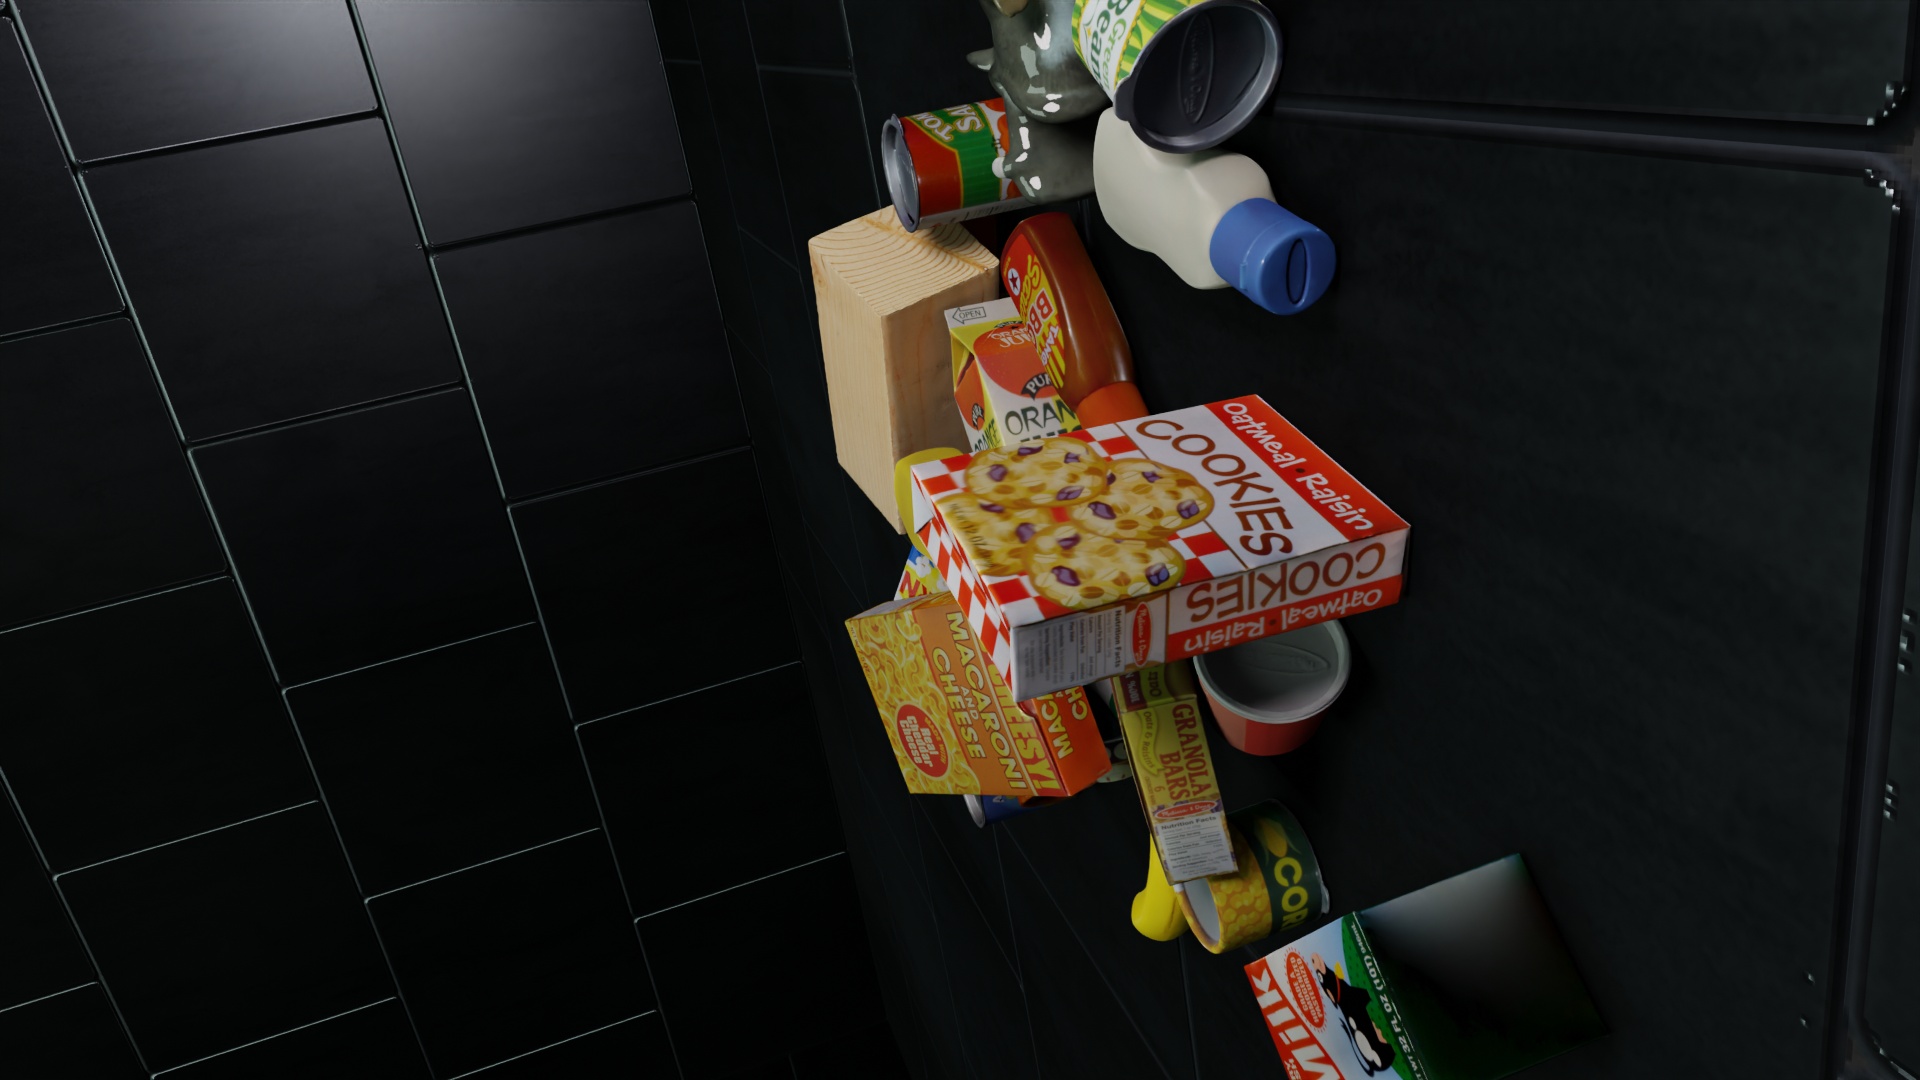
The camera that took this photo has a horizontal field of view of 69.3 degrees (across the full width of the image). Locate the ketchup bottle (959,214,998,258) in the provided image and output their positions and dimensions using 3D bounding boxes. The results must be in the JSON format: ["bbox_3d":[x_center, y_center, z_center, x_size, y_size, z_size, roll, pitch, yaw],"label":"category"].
[{"bbox_3d":[0.002,-0.209,0.932,0.065,0.043,0.148,-119,18,-44],"label":"ketchup bottle"}]

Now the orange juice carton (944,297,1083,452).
[{"bbox_3d":[0.051,-0.058,0.835,0.073,0.072,0.193,129,124,-73],"label":"orange juice carton"}]

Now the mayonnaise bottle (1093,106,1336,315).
[{"bbox_3d":[0.104,-0.139,0.590,0.148,0.041,0.064,-124,21,-52],"label":"mayonnaise bottle"}]

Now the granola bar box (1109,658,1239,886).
[{"bbox_3d":[0.099,0.072,0.715,0.166,0.039,0.123,-95,-11,-55],"label":"granola bar box"}]

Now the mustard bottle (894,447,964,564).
[{"bbox_3d":[0.003,-0.010,0.818,0.160,0.049,0.065,-137,34,-64],"label":"mustard bottle"}]

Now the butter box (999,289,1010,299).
[{"bbox_3d":[0.042,-0.110,0.917,0.053,0.024,0.103,-126,24,-58],"label":"butter box"}]

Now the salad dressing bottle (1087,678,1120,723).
[{"bbox_3d":[0.094,0.075,0.873,0.148,0.044,0.064,-123,29,-50],"label":"salad dressing bottle"}]

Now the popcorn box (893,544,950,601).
[{"bbox_3d":[0.012,0.057,0.898,0.127,0.038,0.084,42,127,32],"label":"popcorn box"}]

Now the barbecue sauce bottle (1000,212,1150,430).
[{"bbox_3d":[0.068,-0.107,0.772,0.064,0.044,0.149,109,144,-61],"label":"barbecue sauce bottle"}]

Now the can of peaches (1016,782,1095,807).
[{"bbox_3d":[0.064,0.162,1.041,0.071,0.071,0.058,105,147,-65],"label":"can of peaches"}]

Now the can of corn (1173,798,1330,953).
[{"bbox_3d":[0.149,0.177,0.724,0.071,0.058,0.071,166,89,-77],"label":"can of corn"}]

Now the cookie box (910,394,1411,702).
[{"bbox_3d":[0.078,-0.003,0.572,0.123,0.168,0.040,-123,25,-53],"label":"cookie box"}]

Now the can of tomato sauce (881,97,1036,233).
[{"bbox_3d":[0.003,-0.225,0.820,0.071,0.083,0.071,166,89,-77],"label":"can of tomato sauce"}]

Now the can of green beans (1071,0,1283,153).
[{"bbox_3d":[0.084,-0.197,0.547,0.071,0.071,0.058,90,160,-50],"label":"can of green beans"}]

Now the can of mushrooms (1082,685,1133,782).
[{"bbox_3d":[0.089,0.122,0.885,0.071,0.071,0.033,-128,24,-59],"label":"can of mushrooms"}]

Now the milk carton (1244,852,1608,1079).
[{"bbox_3d":[0.179,0.195,0.585,0.189,0.073,0.072,102,150,-64],"label":"milk carton"}]

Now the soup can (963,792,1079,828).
[{"bbox_3d":[0.045,0.185,1.112,0.071,0.084,0.071,166,89,-77],"label":"soup can"}]

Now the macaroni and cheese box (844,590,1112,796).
[{"bbox_3d":[0.006,0.092,0.842,0.166,0.040,0.123,-14,98,55],"label":"macaroni and cheese box"}]

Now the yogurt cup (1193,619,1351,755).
[{"bbox_3d":[0.139,0.062,0.627,0.053,0.072,0.072,79,169,-56],"label":"yogurt cup"}]
